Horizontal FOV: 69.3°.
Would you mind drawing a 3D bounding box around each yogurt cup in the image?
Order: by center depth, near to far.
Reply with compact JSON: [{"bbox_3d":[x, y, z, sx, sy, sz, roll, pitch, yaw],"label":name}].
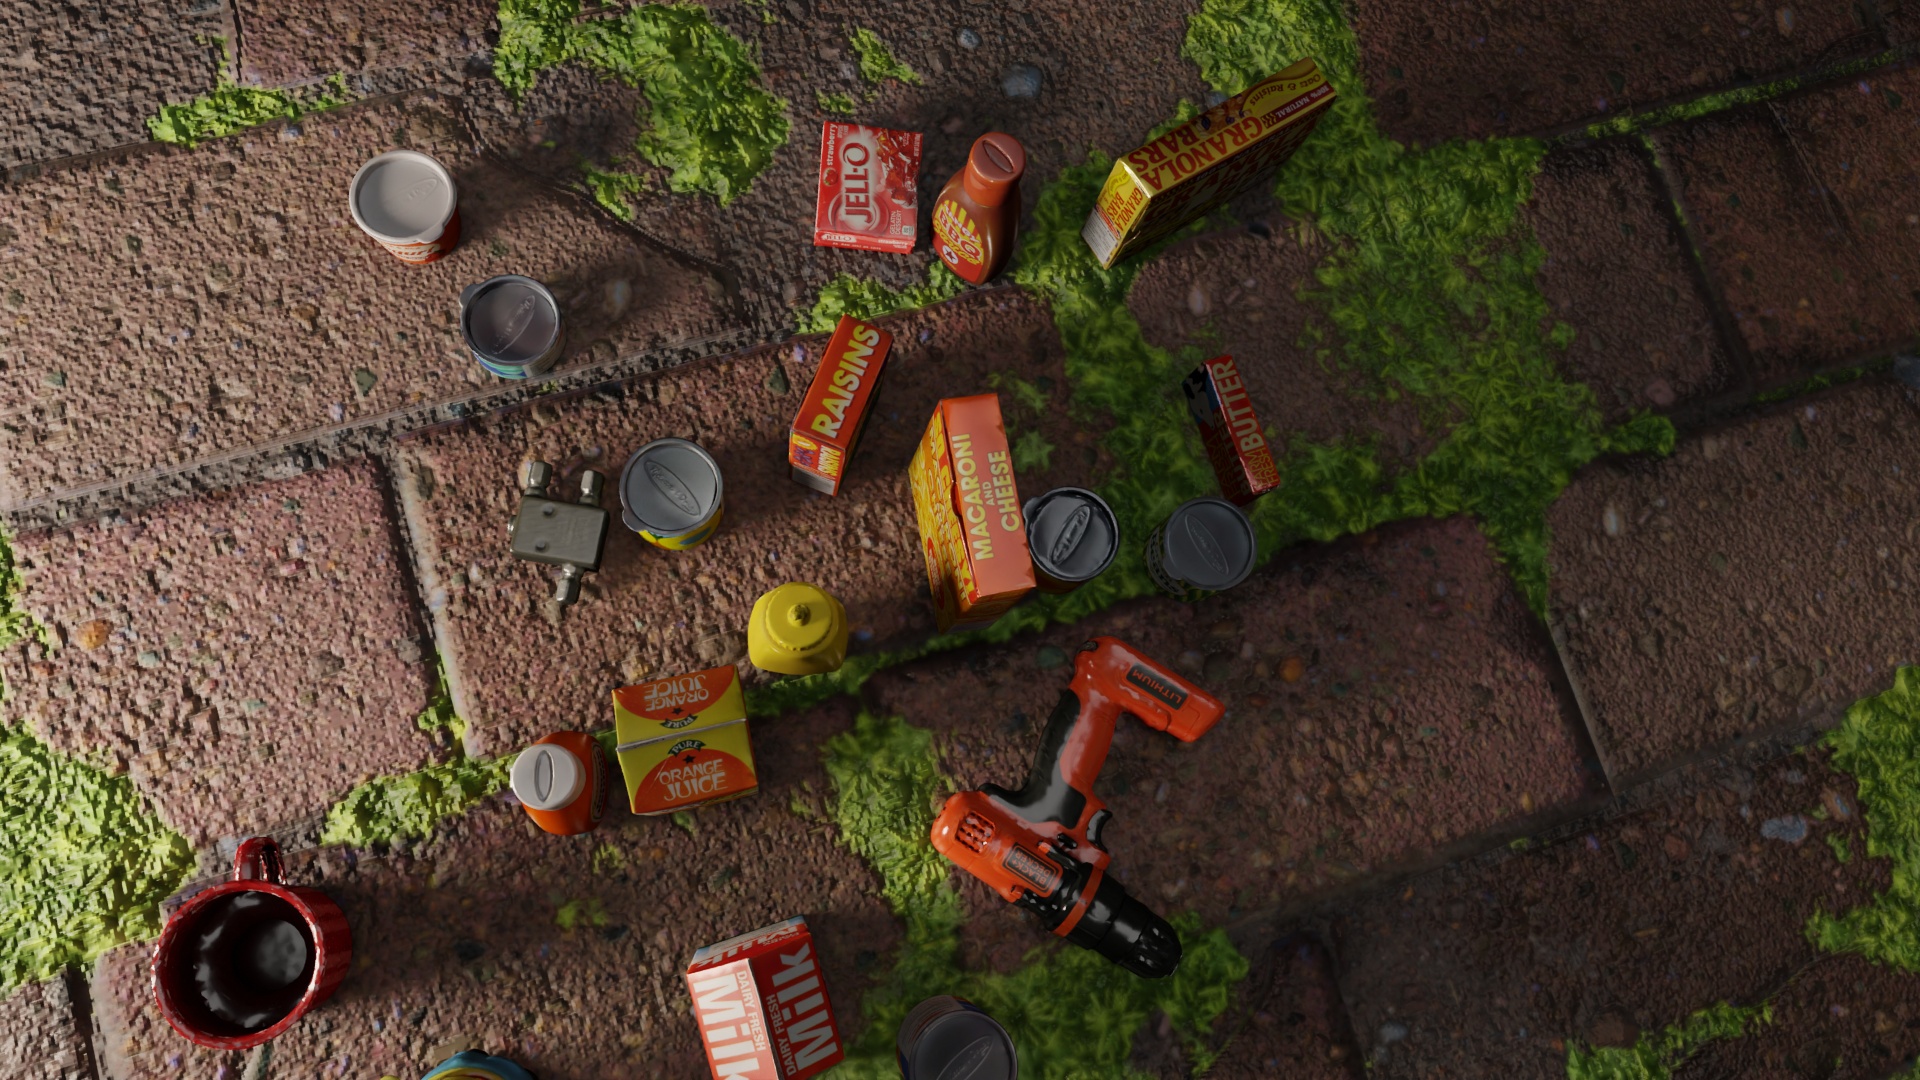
[{"bbox_3d":[-0.374,-0.224,0.946,0.072,0.054,0.072,2,78,-8],"label":"yogurt cup"}]

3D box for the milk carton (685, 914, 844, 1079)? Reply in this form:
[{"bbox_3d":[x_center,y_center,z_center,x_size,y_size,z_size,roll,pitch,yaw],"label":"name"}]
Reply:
[{"bbox_3d":[-0.113,0.269,0.806,0.073,0.190,0.072,-16,81,-11],"label":"milk carton"}]

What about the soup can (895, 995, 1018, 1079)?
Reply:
[{"bbox_3d":[-0.002,0.324,0.865,0.071,0.083,0.071,2,78,-8],"label":"soup can"}]

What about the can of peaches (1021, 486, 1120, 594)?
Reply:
[{"bbox_3d":[0.069,-0.001,0.960,0.071,0.058,0.071,2,78,-8],"label":"can of peaches"}]

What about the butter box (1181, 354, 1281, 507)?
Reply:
[{"bbox_3d":[0.194,-0.077,0.998,0.024,0.053,0.103,-18,81,-11],"label":"butter box"}]

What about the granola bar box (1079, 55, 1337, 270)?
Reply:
[{"bbox_3d":[0.176,-0.269,1.001,0.166,0.124,0.039,-31,84,-13],"label":"granola bar box"}]

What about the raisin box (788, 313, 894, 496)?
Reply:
[{"bbox_3d":[-0.081,-0.087,0.924,0.040,0.123,0.086,23,76,-3],"label":"raisin box"}]

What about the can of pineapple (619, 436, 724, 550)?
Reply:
[{"bbox_3d":[-0.193,-0.029,0.928,0.071,0.057,0.071,2,78,-8],"label":"can of pineapple"}]

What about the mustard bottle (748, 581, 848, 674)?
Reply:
[{"bbox_3d":[-0.101,0.054,0.871,0.065,0.160,0.049,3,78,-8],"label":"mustard bottle"}]

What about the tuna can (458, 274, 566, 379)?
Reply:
[{"bbox_3d":[-0.307,-0.147,0.950,0.071,0.032,0.071,2,78,-8],"label":"tuna can"}]

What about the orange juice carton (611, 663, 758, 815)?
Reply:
[{"bbox_3d":[-0.161,0.121,0.830,0.072,0.192,0.073,-11,80,-10],"label":"orange juice carton"}]

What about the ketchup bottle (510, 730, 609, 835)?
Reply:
[{"bbox_3d":[-0.241,0.145,0.836,0.043,0.148,0.065,-1,78,-8],"label":"ketchup bottle"}]

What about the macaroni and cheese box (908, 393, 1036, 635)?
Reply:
[{"bbox_3d":[0.003,-0.011,0.897,0.040,0.166,0.124,-9,80,-10],"label":"macaroni and cheese box"}]

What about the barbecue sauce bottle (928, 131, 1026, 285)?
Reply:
[{"bbox_3d":[0.015,-0.230,0.956,0.044,0.148,0.065,-41,87,-14],"label":"barbecue sauce bottle"}]

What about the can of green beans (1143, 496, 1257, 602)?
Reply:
[{"bbox_3d":[0.167,0.007,0.973,0.071,0.057,0.071,2,78,-8],"label":"can of green beans"}]
